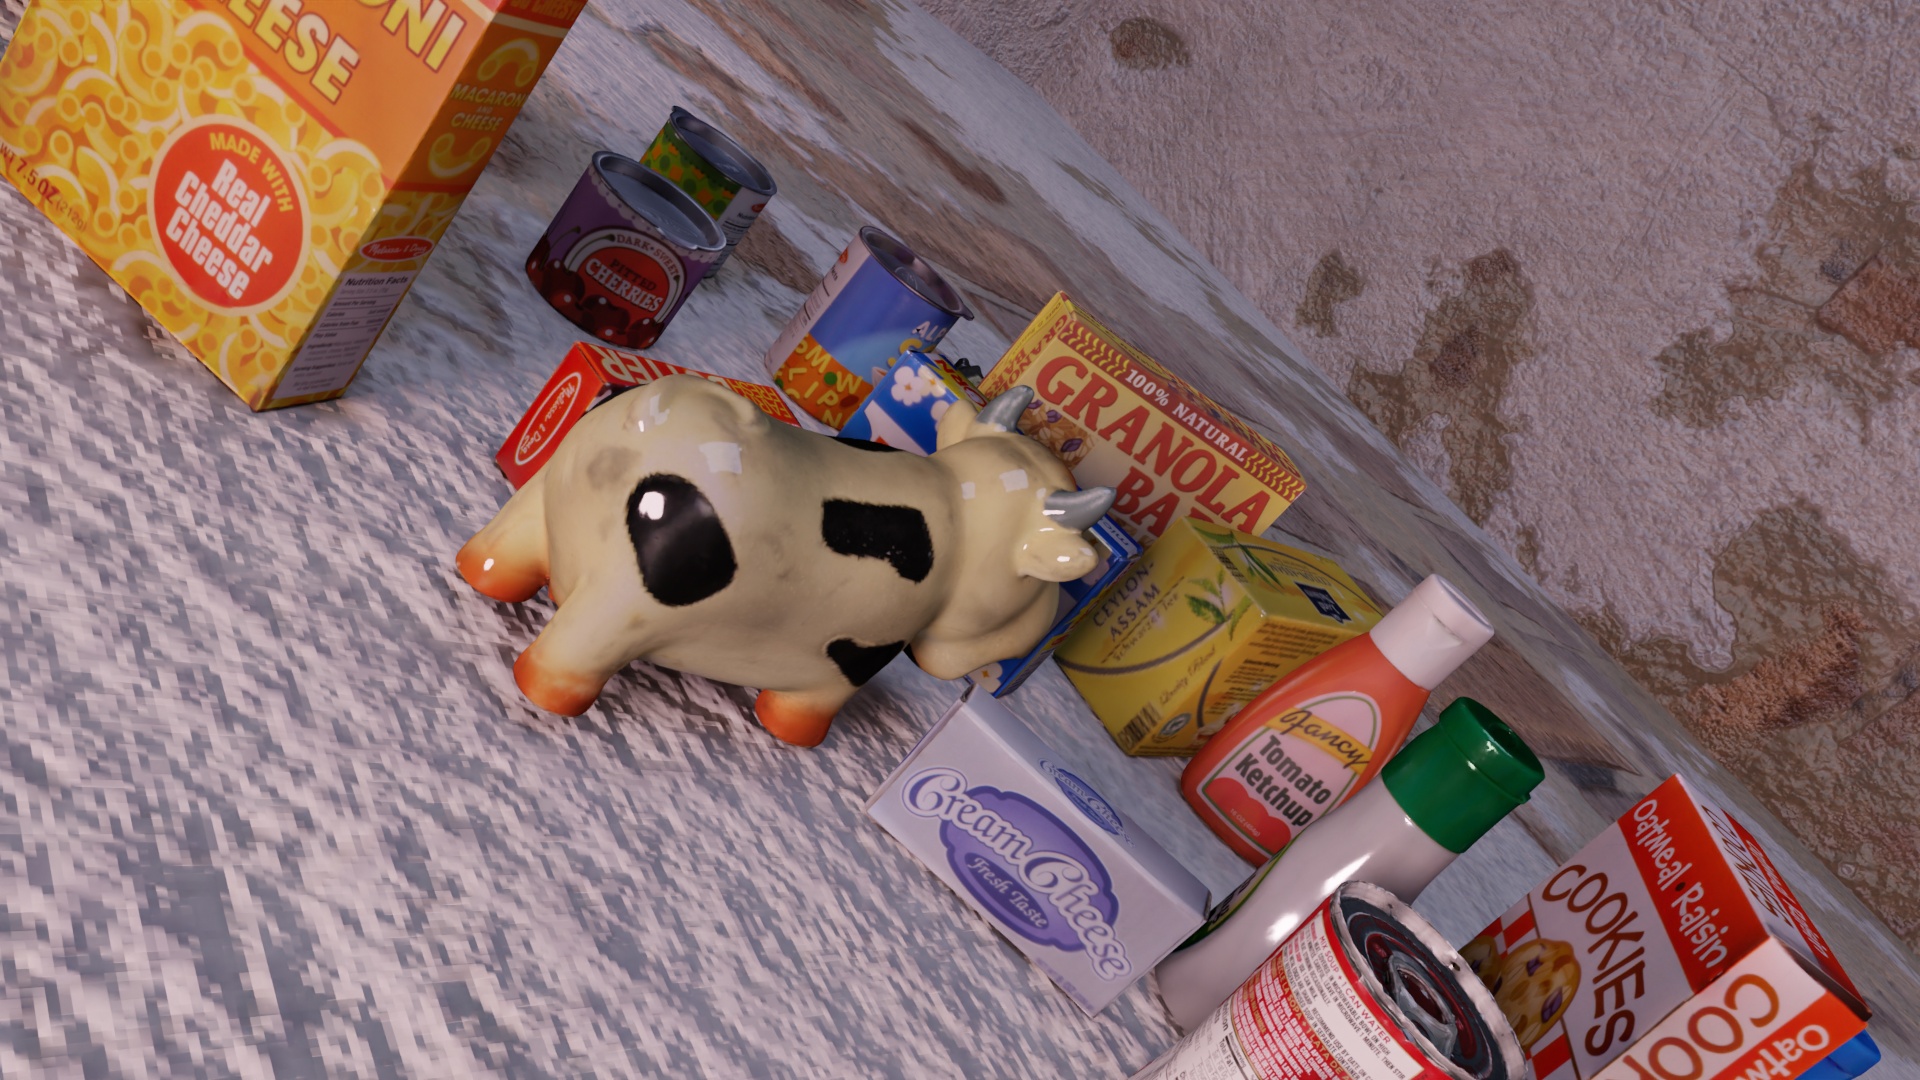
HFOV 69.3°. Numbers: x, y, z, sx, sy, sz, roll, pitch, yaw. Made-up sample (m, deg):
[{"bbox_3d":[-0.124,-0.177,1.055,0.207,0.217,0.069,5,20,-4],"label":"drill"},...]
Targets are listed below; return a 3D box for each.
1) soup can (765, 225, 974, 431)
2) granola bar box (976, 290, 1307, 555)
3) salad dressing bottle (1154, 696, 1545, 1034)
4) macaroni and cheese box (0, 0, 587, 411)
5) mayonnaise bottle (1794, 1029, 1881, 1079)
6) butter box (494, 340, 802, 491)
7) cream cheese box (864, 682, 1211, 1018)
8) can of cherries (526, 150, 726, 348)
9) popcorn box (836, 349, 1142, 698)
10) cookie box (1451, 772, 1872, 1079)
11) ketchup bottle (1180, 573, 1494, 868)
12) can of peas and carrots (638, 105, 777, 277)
[{"bbox_3d":[-0.046,-0.103,0.701,0.071,0.083,0.071,36,20,-15],"label":"soup can"},{"bbox_3d":[0.076,-0.033,0.715,0.165,0.124,0.039,31,22,-26],"label":"granola bar box"},{"bbox_3d":[0.130,0.115,0.472,0.044,0.147,0.064,50,21,23],"label":"salad dressing bottle"},{"bbox_3d":[-0.192,-0.140,0.393,0.124,0.166,0.040,42,19,3],"label":"macaroni and cheese box"},{"bbox_3d":[0.245,0.208,0.484,0.065,0.147,0.041,39,19,-6],"label":"mayonnaise bottle"},{"bbox_3d":[-0.108,-0.036,0.495,0.024,0.053,0.103,50,22,25],"label":"butter box"},{"bbox_3d":[0.024,0.100,0.449,0.104,0.053,0.024,42,19,3],"label":"cream cheese box"},{"bbox_3d":[-0.145,-0.124,0.603,0.071,0.058,0.072,35,20,-15],"label":"can of cherries"},{"bbox_3d":[0.002,-0.007,0.587,0.127,0.085,0.038,45,20,11],"label":"popcorn box"},{"bbox_3d":[0.208,0.167,0.473,0.040,0.167,0.123,42,20,2],"label":"cookie box"},{"bbox_3d":[0.168,0.078,0.616,0.065,0.148,0.044,43,19,5],"label":"ketchup bottle"},{"bbox_3d":[-0.142,-0.183,0.732,0.071,0.058,0.071,35,20,-15],"label":"can of peas and carrots"}]
